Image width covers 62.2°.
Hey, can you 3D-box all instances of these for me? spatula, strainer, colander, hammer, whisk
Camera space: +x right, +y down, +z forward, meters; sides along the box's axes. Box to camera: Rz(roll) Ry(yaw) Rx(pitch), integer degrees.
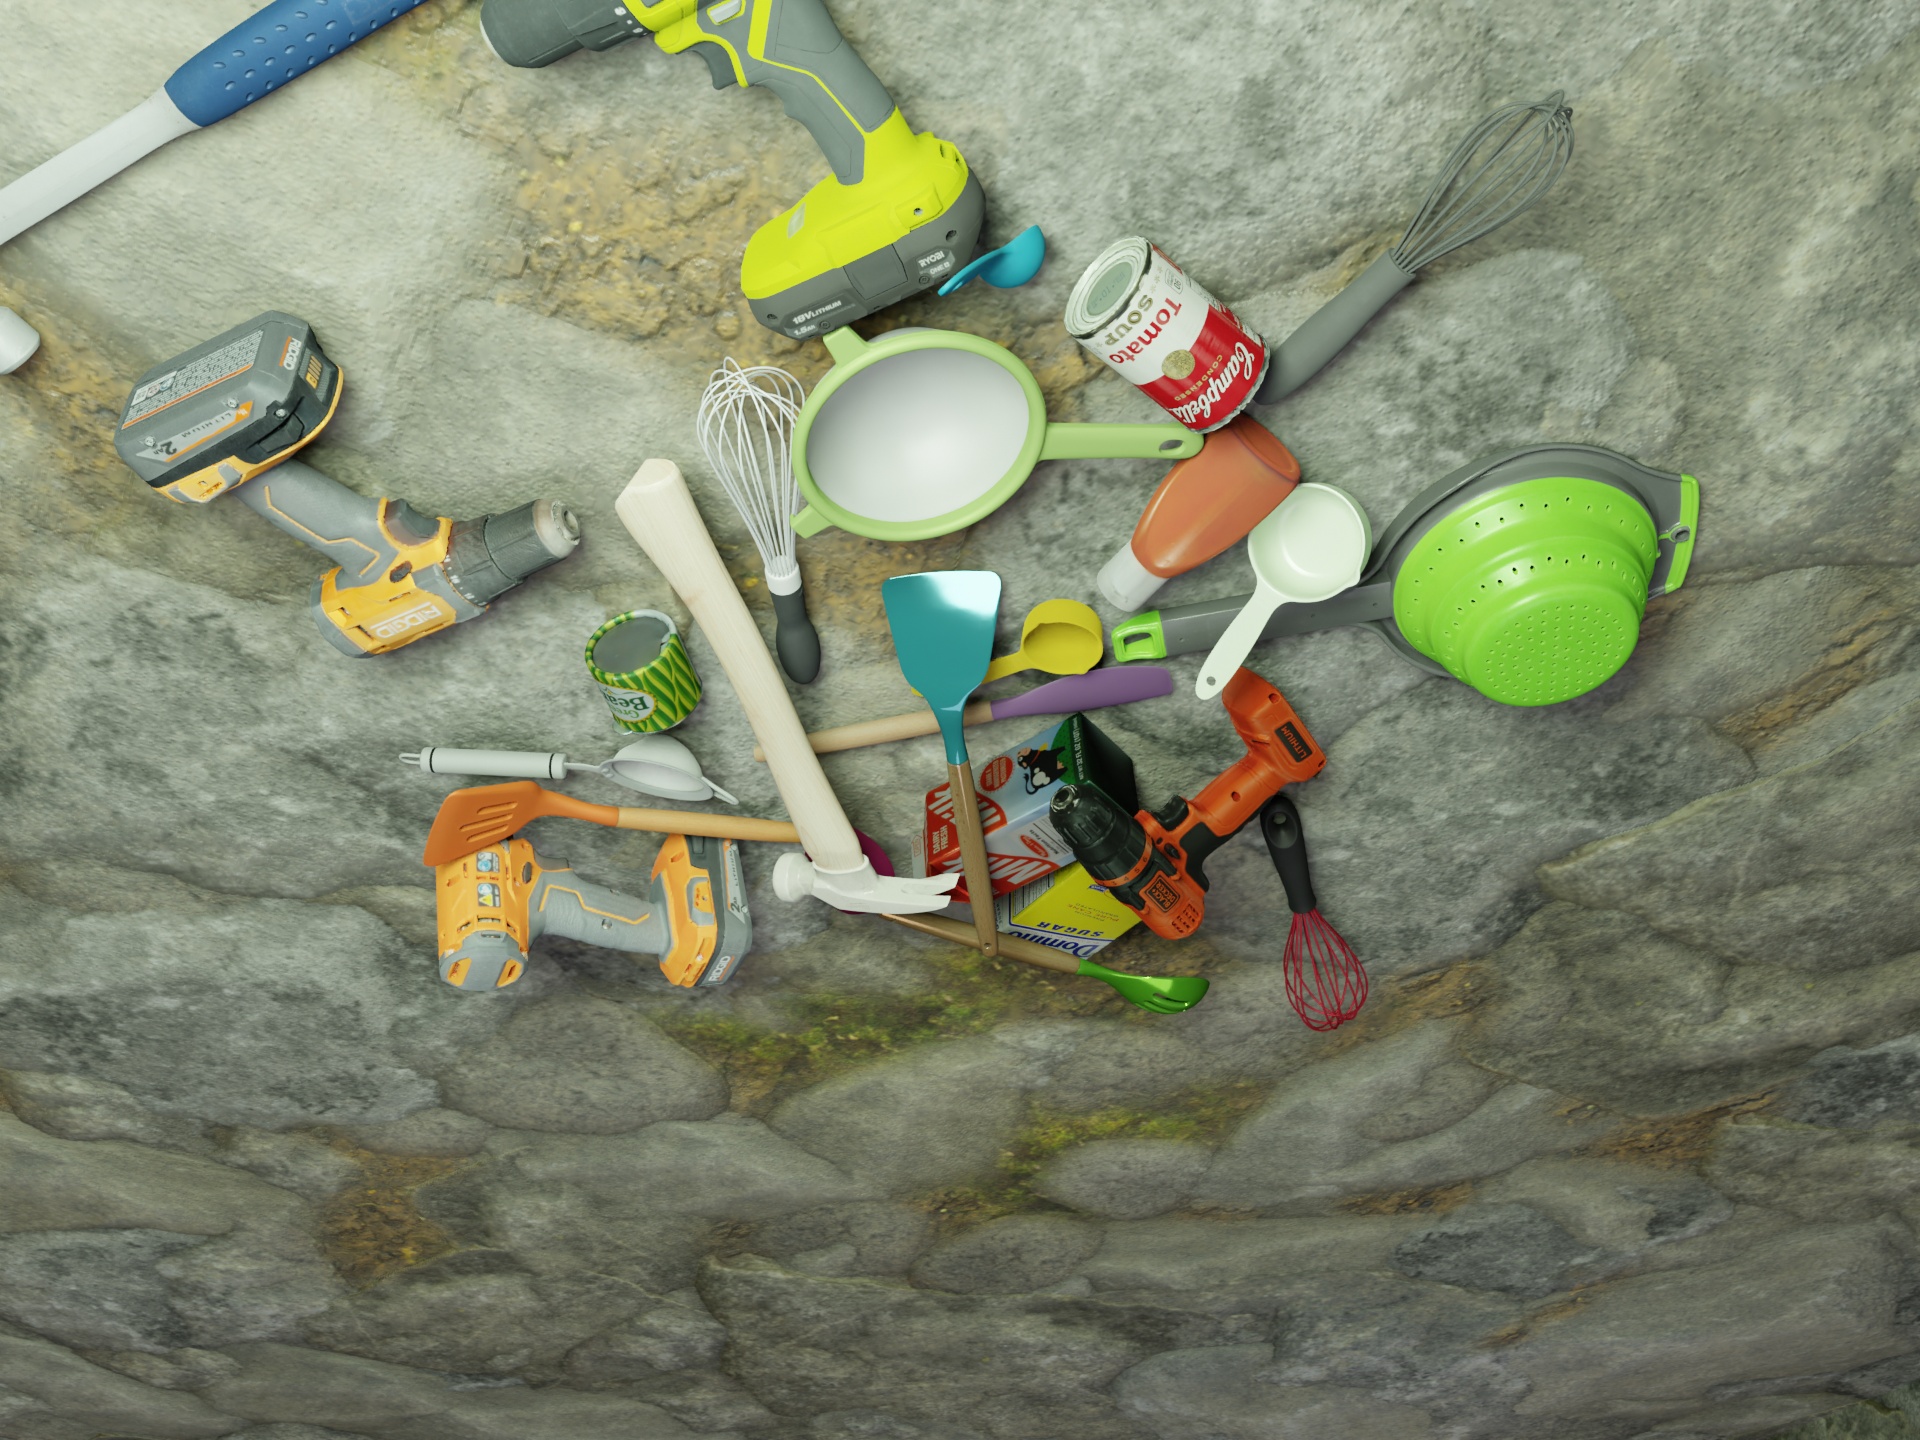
[{"bbox_3d":[-0.002,-0.004,1.171,0.316,0.018,0.059,-11,152,10],"label":"spatula"},{"bbox_3d":[0.021,-0.184,0.953,0.256,0.069,0.151,-3,139,-18],"label":"strainer"},{"bbox_3d":[0.302,-0.062,1.069,0.397,0.095,0.204,-10,137,8],"label":"colander"},{"bbox_3d":[-0.234,0.082,1.194,0.322,0.041,0.081,8,132,-30],"label":"spatula"},{"bbox_3d":[0.004,0.042,1.145,0.082,0.044,0.317,-4,123,8],"label":"spatula"},{"bbox_3d":[-0.291,0.032,1.182,0.258,0.050,0.086,3,159,2],"label":"strainer"},{"bbox_3d":[-0.405,-0.311,0.804,0.405,0.035,0.143,-20,135,18],"label":"hammer"},{"bbox_3d":[-0.118,-0.114,1.021,0.070,0.070,0.284,-4,142,1],"label":"whisk"},{"bbox_3d":[-0.122,-0.006,1.089,0.146,0.038,0.410,1,136,23],"label":"hammer"},{"bbox_3d":[0.247,-0.258,0.894,0.055,0.055,0.239,23,136,-26],"label":"whisk"},{"bbox_3d":[0.295,0.167,1.352,0.073,0.073,0.295,-14,130,12],"label":"whisk"}]

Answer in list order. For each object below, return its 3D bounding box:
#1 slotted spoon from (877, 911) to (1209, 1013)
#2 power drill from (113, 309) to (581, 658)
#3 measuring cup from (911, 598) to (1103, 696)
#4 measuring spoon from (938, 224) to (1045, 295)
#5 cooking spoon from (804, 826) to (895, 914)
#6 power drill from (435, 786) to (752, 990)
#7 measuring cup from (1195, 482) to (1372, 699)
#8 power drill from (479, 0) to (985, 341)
[{"bbox_3d":[0.073,0.199,1.326,0.313,0.031,0.070,19,147,-21],"label":"slotted spoon"},{"bbox_3d":[-0.360,-0.138,0.966,0.185,0.084,0.226,-19,139,16],"label":"power drill"},{"bbox_3d":[0.031,-0.048,1.130,0.156,0.029,0.062,-16,137,31],"label":"measuring cup"},{"bbox_3d":[0.018,-0.235,0.846,0.042,0.129,0.021,-37,98,31],"label":"measuring spoon"},{"bbox_3d":[-0.120,0.049,1.197,0.069,0.017,0.318,-12,133,11],"label":"cooking spoon"},{"bbox_3d":[-0.285,0.125,1.217,0.226,0.164,0.084,6,138,-28],"label":"power drill"},{"bbox_3d":[0.207,-0.082,1.048,0.083,0.038,0.167,39,119,15],"label":"measuring cup"},{"bbox_3d":[-0.105,-0.310,0.794,0.190,0.080,0.228,-20,132,17],"label":"power drill"}]
